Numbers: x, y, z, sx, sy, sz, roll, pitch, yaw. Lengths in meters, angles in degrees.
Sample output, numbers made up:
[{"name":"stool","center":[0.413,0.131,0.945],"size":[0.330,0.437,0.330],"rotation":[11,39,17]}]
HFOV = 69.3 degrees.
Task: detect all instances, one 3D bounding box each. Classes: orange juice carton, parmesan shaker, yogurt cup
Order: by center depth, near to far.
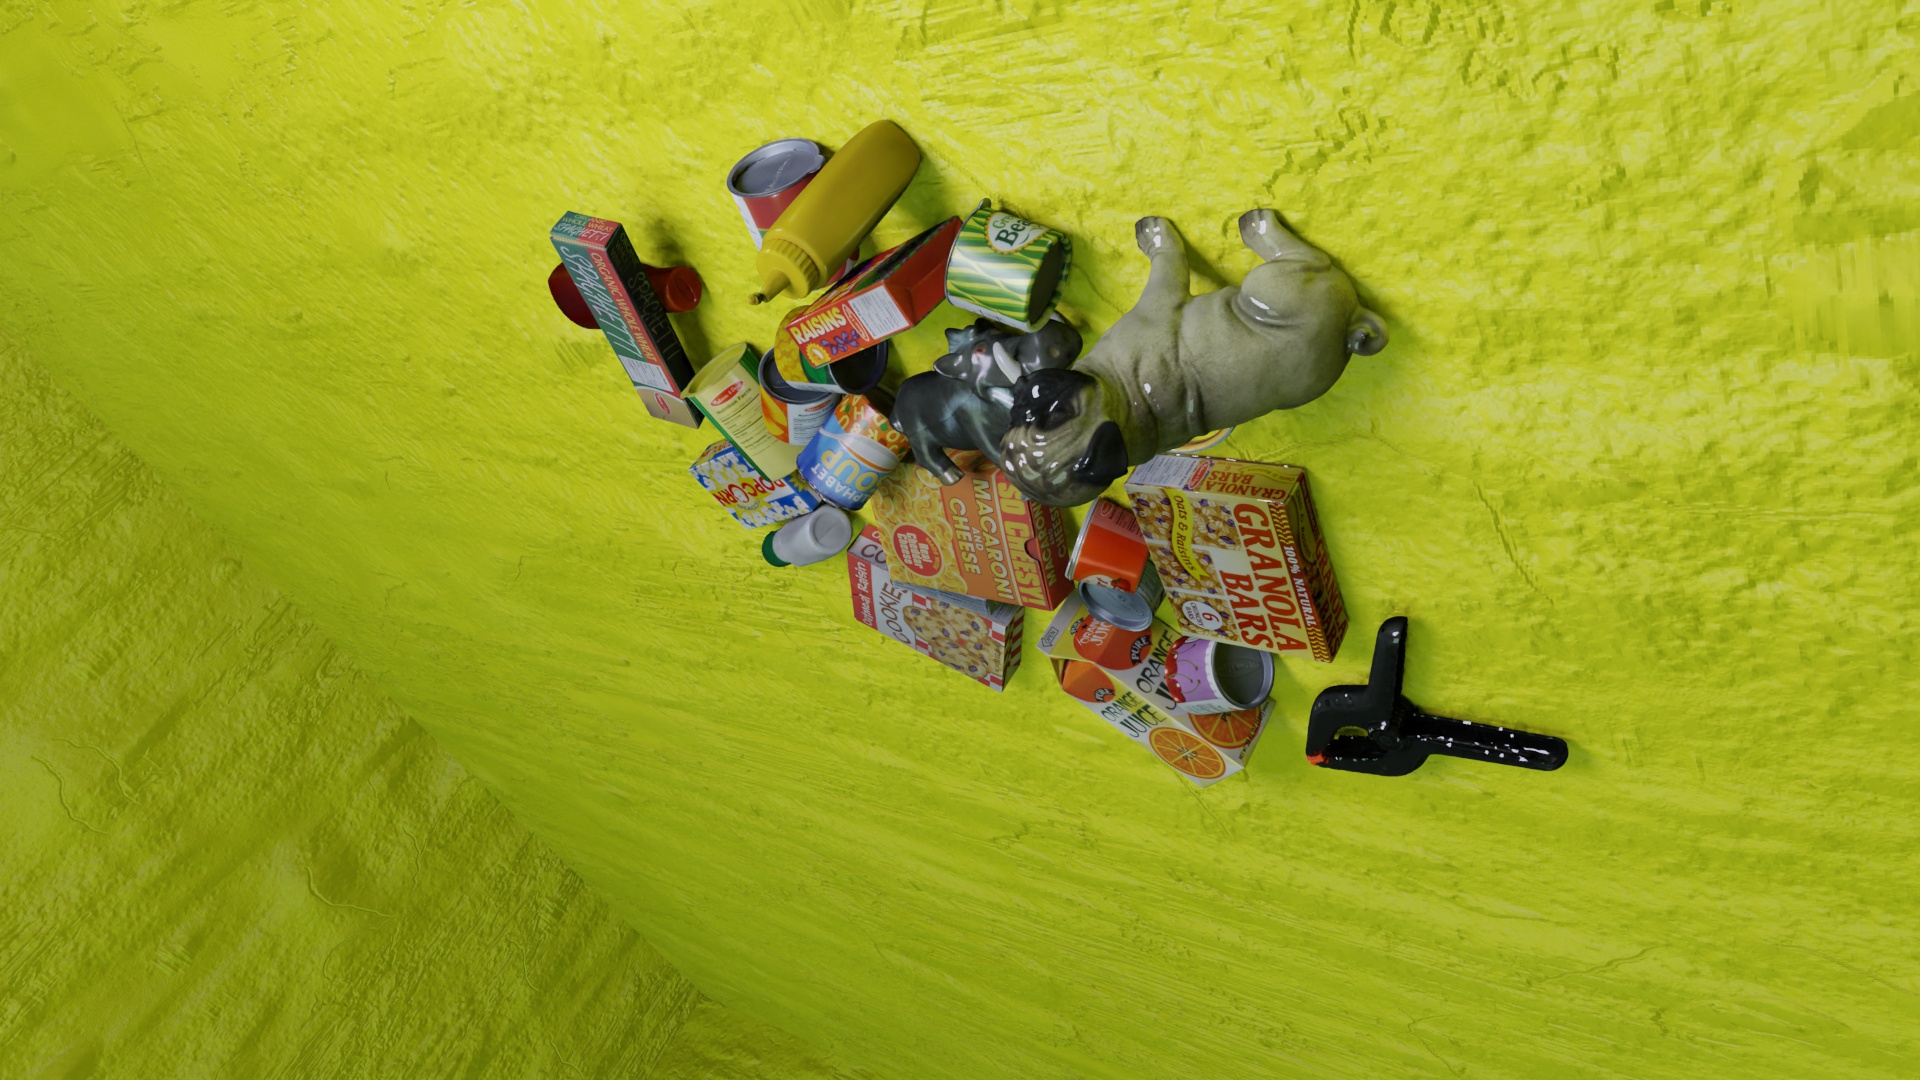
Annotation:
[{"name":"yogurt cup","center":[0.116,0.006,1.051],"size":[0.054,0.073,0.072],"rotation":[20,148,9]},{"name":"orange juice carton","center":[0.157,0.118,1.162],"size":[0.193,0.072,0.072],"rotation":[35,149,-1]},{"name":"parmesan shaker","center":[-0.176,-0.106,1.173],"size":[0.071,0.071,0.103],"rotation":[-7,131,49]}]

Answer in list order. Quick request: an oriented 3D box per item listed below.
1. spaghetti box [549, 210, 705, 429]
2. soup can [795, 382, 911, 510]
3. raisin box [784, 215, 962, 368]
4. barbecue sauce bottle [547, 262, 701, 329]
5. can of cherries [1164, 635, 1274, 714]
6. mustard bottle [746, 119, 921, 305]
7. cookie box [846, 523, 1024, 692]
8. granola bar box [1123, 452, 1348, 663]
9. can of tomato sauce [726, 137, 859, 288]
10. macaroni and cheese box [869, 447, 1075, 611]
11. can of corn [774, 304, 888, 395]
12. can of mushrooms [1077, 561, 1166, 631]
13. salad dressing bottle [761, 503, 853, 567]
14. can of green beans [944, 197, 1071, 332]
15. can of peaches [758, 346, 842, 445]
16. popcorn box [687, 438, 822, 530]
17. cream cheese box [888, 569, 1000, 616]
[{"name":"spaghetti box","center":[-0.261,-0.171,1.120],"size":[0.050,0.029,0.249],"rotation":[16,155,15]},{"name":"soup can","center":[-0.078,-0.074,1.086],"size":[0.071,0.071,0.083],"rotation":[38,111,-6]},{"name":"raisin box","center":[-0.052,-0.167,0.945],"size":[0.123,0.086,0.040],"rotation":[-11,121,51]},{"name":"barbecue sauce bottle","center":[-0.277,-0.207,1.157],"size":[0.148,0.044,0.064],"rotation":[6,143,39]},{"name":"can of cherries","center":[0.205,0.100,1.100],"size":[0.071,0.072,0.058],"rotation":[44,149,-16]},{"name":"mustard bottle","center":[-0.085,-0.195,0.863],"size":[0.049,0.161,0.065],"rotation":[42,150,-15]},{"name":"cookie box","center":[-0.024,0.064,1.296],"size":[0.167,0.040,0.122],"rotation":[25,149,16]},{"name":"granola bar box","center":[0.200,0.012,0.998],"size":[0.124,0.039,0.164],"rotation":[9,141,36]},{"name":"can of tomato sauce","center":[-0.111,-0.221,0.949],"size":[0.071,0.071,0.082],"rotation":[14,145,32]},{"name":"macaroni and cheese box","center":[0.004,-0.014,1.126],"size":[0.166,0.040,0.123],"rotation":[10,126,36]},{"name":"can of corn","center":[-0.097,-0.146,1.044],"size":[0.058,0.071,0.071],"rotation":[9,141,38]},{"name":"can of mushrooms","center":[0.129,0.039,1.115],"size":[0.071,0.033,0.070],"rotation":[24,149,16]},{"name":"salad dressing bottle","center":[-0.149,-0.001,1.312],"size":[0.044,0.064,0.147],"rotation":[48,156,-13]},{"name":"can of green beans","center":[0.031,-0.171,0.878],"size":[0.058,0.071,0.071],"rotation":[23,148,18]},{"name":"can of peaches","center":[-0.128,-0.120,1.113],"size":[0.071,0.071,0.057],"rotation":[27,149,13]},{"name":"popcorn box","center":[-0.185,-0.059,1.282],"size":[0.085,0.038,0.126],"rotation":[47,148,-21]},{"name":"cream cheese box","center":[-0.006,0.028,1.214],"size":[0.104,0.053,0.024],"rotation":[16,143,29]}]
